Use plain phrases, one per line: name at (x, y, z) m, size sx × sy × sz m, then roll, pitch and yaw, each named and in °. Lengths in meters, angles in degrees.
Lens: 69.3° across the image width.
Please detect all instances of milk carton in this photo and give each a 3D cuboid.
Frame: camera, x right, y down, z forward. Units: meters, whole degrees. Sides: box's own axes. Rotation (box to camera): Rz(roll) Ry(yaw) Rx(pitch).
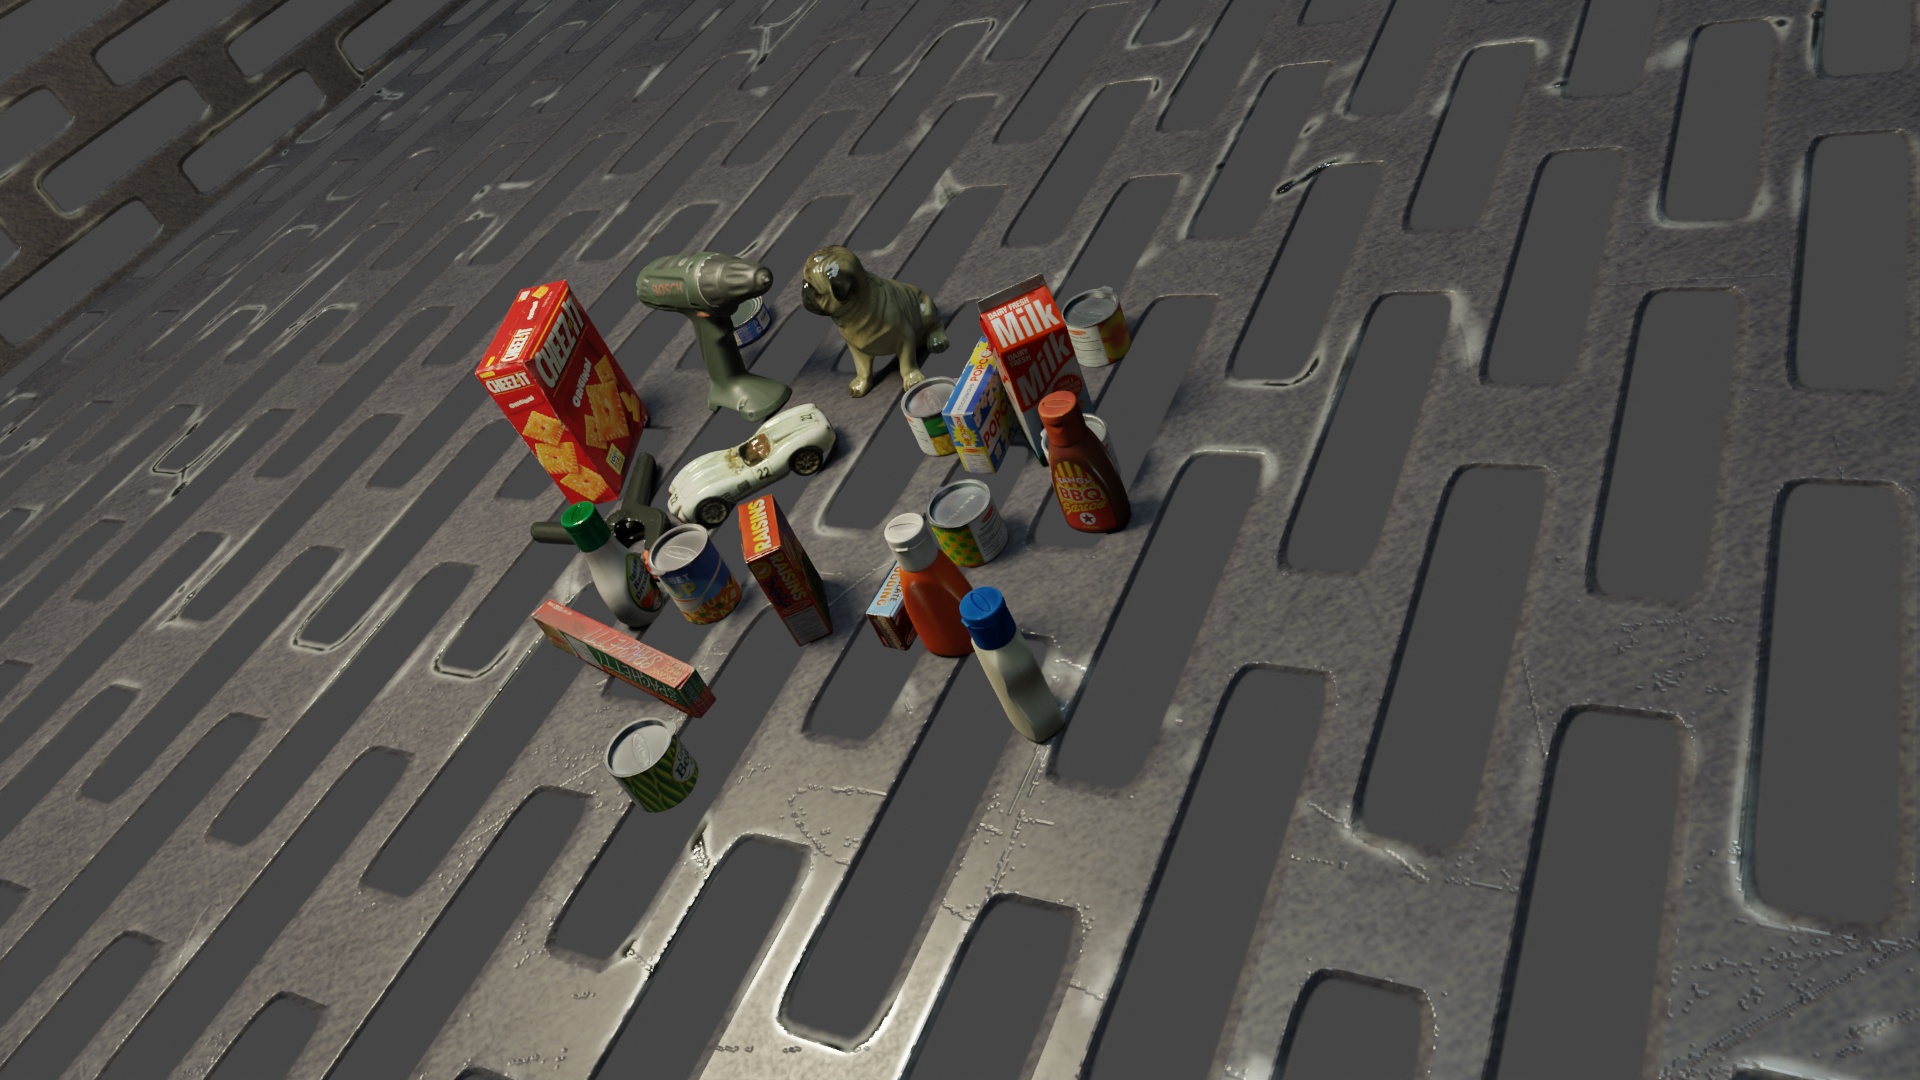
milk carton at (0.076, -0.175, 1.382) m, size 0.072 × 0.189 × 0.074 m, roll -25°, pitch 40°, yaw 0°

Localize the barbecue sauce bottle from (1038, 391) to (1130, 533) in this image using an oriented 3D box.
barbecue sauce bottle at (0.110, -0.072, 1.285) m, size 0.065 × 0.148 × 0.044 m, roll 3°, pitch 47°, yaw 29°

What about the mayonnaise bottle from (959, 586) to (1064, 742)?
mayonnaise bottle at (0.040, 0.099, 1.134) m, size 0.041 × 0.147 × 0.065 m, roll -34°, pitch 41°, yaw -10°

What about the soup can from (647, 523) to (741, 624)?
soup can at (-0.270, 0.037, 1.406) m, size 0.071 × 0.083 × 0.072 m, roll -14°, pitch 41°, yaw 13°

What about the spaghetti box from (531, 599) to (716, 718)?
spaghetti box at (-0.337, 0.116, 1.380) m, size 0.250 × 0.050 × 0.029 m, roll 18°, pitch 55°, yaw 39°

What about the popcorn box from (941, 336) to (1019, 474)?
popcorn box at (0.029, -0.142, 1.451) m, size 0.038 × 0.085 × 0.127 m, roll 1°, pitch 46°, yaw 28°

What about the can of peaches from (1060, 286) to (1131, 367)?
can of peaches at (0.149, -0.232, 1.511) m, size 0.071 × 0.057 × 0.071 m, roll -14°, pitch 41°, yaw 13°

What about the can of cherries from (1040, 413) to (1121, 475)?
can of cherries at (0.117, -0.083, 1.363) m, size 0.071 × 0.058 × 0.072 m, roll -14°, pitch 41°, yaw 13°

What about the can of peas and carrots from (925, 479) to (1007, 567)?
can of peas and carrots at (0.005, -0.017, 1.348) m, size 0.071 × 0.058 × 0.071 m, roll -14°, pitch 41°, yaw 13°

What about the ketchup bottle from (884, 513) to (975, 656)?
ketchup bottle at (-0.025, 0.040, 1.230) m, size 0.064 × 0.148 × 0.044 m, roll -5°, pitch 44°, yaw 22°

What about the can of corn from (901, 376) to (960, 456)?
can of corn at (-0.020, -0.134, 1.488) m, size 0.071 × 0.058 × 0.071 m, roll -14°, pitch 41°, yaw 13°

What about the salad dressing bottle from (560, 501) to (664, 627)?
salad dressing bottle at (-0.354, 0.024, 1.412) m, size 0.044 × 0.147 × 0.064 m, roll -11°, pitch 42°, yaw 16°

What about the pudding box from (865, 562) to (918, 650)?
pudding box at (-0.051, 0.056, 1.303) m, size 0.030 × 0.049 × 0.084 m, roll 5°, pitch 48°, yaw 31°

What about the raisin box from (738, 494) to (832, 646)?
raisin box at (-0.169, 0.029, 1.334) m, size 0.040 × 0.123 × 0.086 m, roll -22°, pitch 40°, yaw 3°

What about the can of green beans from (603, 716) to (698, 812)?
can of green beans at (-0.277, 0.202, 1.250) m, size 0.071 × 0.057 × 0.071 m, roll -14°, pitch 41°, yaw 13°
